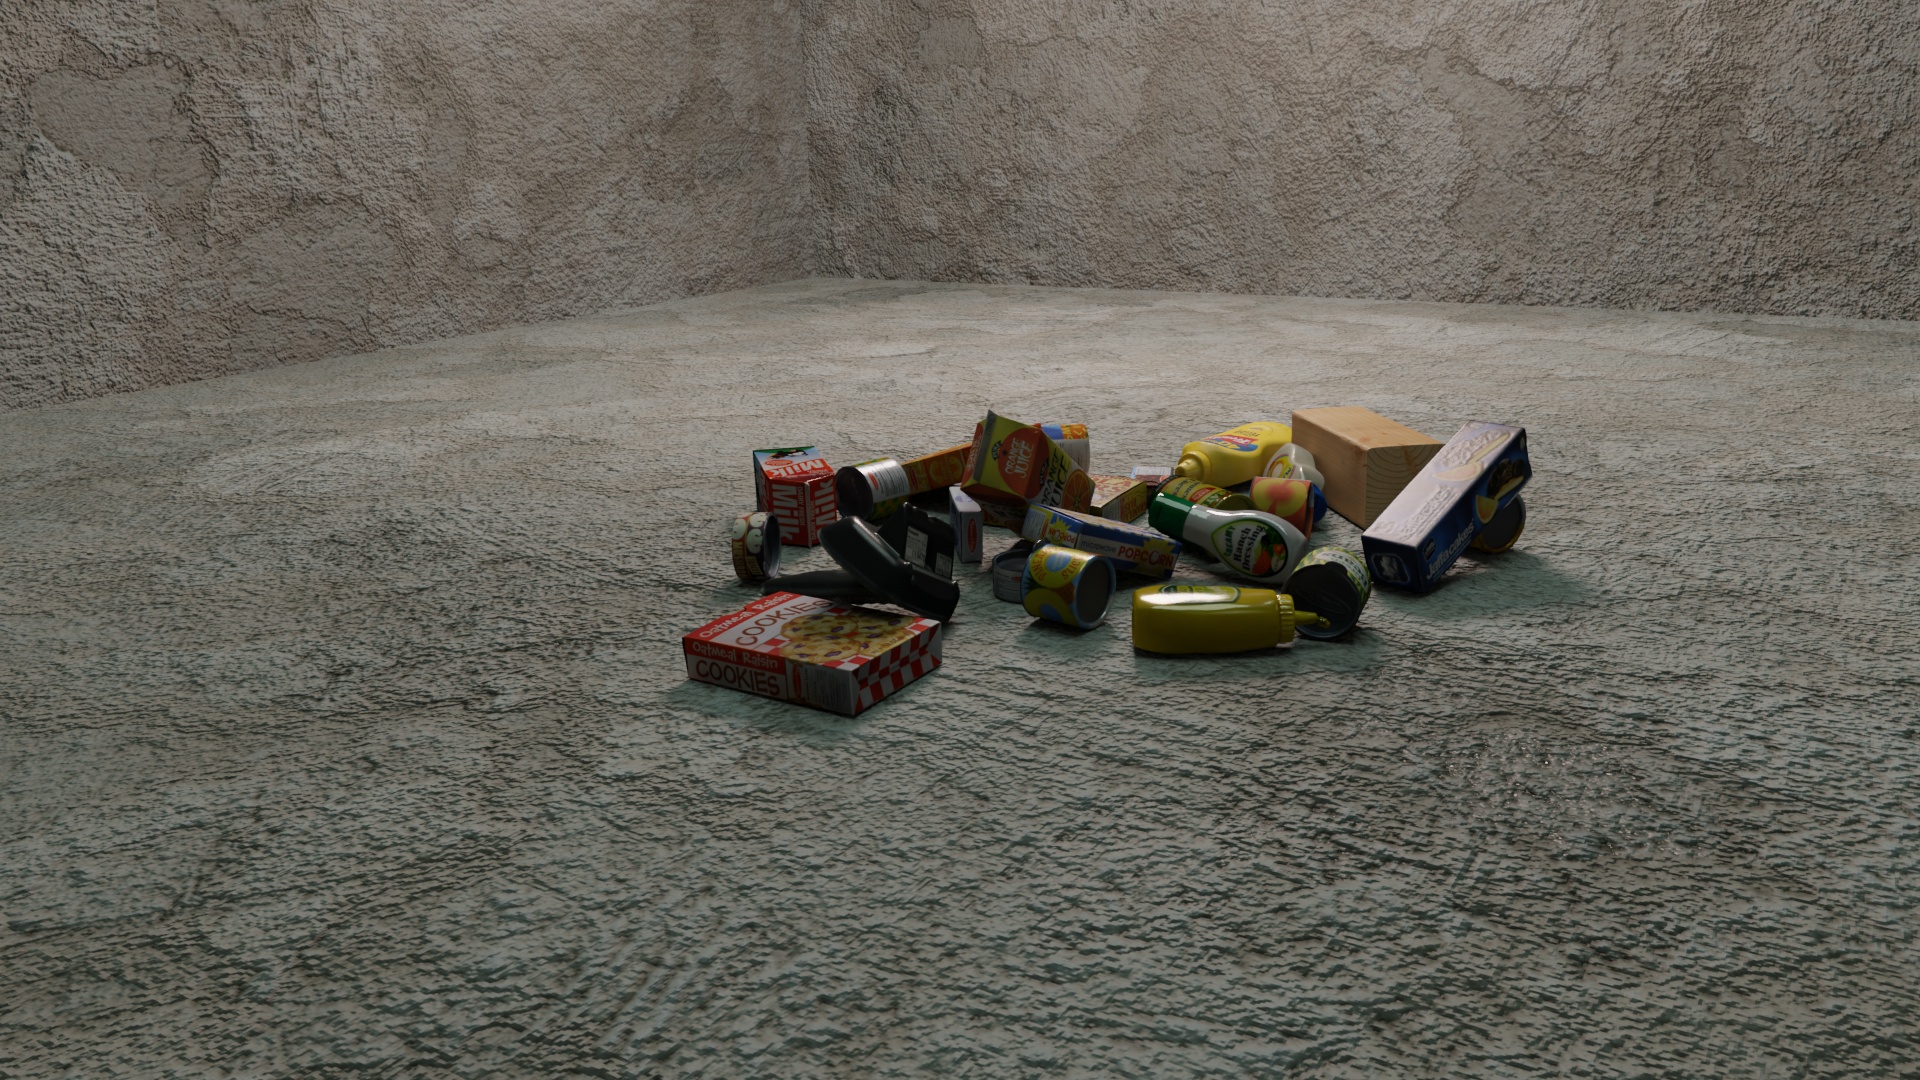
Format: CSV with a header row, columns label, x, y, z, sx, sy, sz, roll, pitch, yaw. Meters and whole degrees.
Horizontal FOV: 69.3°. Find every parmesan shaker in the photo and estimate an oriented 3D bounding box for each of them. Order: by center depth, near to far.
label,x,y,z,sx,sy,sz,roll,pitch,yaw
parmesan shaker,0.242,-0.023,1.400,0.071,0.071,0.103,-10,18,-25

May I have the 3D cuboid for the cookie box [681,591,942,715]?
label,x,y,z,sx,sy,sz,roll,pitch,yaw
cookie box,-0.118,0.086,1.113,0.167,0.040,0.123,8,19,31

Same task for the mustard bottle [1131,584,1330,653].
label,x,y,z,sx,sy,sz,roll,pitch,yaw
mustard bottle,0.221,0.063,1.138,0.160,0.048,0.065,-1,18,4

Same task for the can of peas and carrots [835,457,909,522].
label,x,y,z,sx,sy,sz,roll,pitch,yaw
can of peas and carrots,-0.101,-0.055,1.541,0.071,0.070,0.059,14,22,42

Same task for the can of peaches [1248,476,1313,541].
label,x,y,z,sx,sy,sz,roll,pitch,yaw
can of peaches,0.325,-0.029,1.411,0.058,0.071,0.071,5,18,20

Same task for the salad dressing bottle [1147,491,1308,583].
label,x,y,z,sx,sy,sz,roll,pitch,yaw
salad dressing bottle,0.250,-0.006,1.310,0.148,0.064,0.044,21,17,26

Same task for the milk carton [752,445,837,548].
label,x,y,z,sx,sy,sz,roll,pitch,yaw
milk carton,-0.179,-0.049,1.515,0.073,0.072,0.191,-5,17,-14

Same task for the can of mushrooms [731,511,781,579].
label,x,y,z,sx,sy,sz,roll,pitch,yaw
can of mushrooms,-0.198,0.007,1.345,0.033,0.070,0.071,0,16,6

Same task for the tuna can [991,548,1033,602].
label,x,y,z,sx,sy,sz,roll,pitch,yaw
tuna can,0.064,0.032,1.288,0.071,0.032,0.071,-2,17,1

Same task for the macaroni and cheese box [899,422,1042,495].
label,x,y,z,sx,sy,sz,roll,pitch,yaw
macaroni and cheese box,0.000,-0.089,1.604,0.166,0.040,0.124,-12,7,39

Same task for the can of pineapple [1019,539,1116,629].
label,x,y,z,sx,sy,sz,roll,pitch,yaw
can of pineapple,0.093,0.038,1.201,0.058,0.070,0.071,11,21,38

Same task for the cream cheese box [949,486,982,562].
label,x,y,z,sx,sy,sz,roll,pitch,yaw
cream cheese box,0.005,-0.018,1.425,0.024,0.053,0.104,-2,16,-6

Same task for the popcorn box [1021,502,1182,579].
label,x,y,z,sx,sy,sz,roll,pitch,yaw
popcorn box,0.133,0.000,1.311,0.127,0.038,0.085,11,7,-34

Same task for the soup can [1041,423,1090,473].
label,x,y,z,sx,sy,sz,roll,pitch,yaw
soup can,0.110,-0.109,1.694,0.084,0.071,0.071,-3,16,-7

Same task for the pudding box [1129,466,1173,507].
label,x,y,z,sx,sy,sz,roll,pitch,yaw
pudding box,0.217,-0.062,1.589,0.050,0.030,0.084,2,17,10

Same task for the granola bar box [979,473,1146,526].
label,x,y,z,sx,sy,sz,roll,pitch,yaw
granola bar box,0.106,-0.045,1.528,0.165,0.039,0.125,8,19,29

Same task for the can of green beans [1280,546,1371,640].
label,x,y,z,sx,sy,sz,roll,pitch,yaw
can of green beans,0.308,0.044,1.166,0.071,0.071,0.058,6,17,24

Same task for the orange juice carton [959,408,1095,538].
label,x,y,z,sx,sy,sz,roll,pitch,yaw
orange juice carton,0.061,-0.060,1.370,0.073,0.072,0.192,8,-15,30

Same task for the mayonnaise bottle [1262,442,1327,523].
label,x,y,z,sx,sy,sz,roll,pitch,yaw
mayonnaise bottle,0.366,-0.059,1.511,0.041,0.064,0.148,28,18,-7

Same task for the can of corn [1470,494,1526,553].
label,x,y,z,sx,sy,sz,roll,pitch,yaw
can of corn,0.512,-0.023,1.373,0.071,0.071,0.058,-10,19,-25
